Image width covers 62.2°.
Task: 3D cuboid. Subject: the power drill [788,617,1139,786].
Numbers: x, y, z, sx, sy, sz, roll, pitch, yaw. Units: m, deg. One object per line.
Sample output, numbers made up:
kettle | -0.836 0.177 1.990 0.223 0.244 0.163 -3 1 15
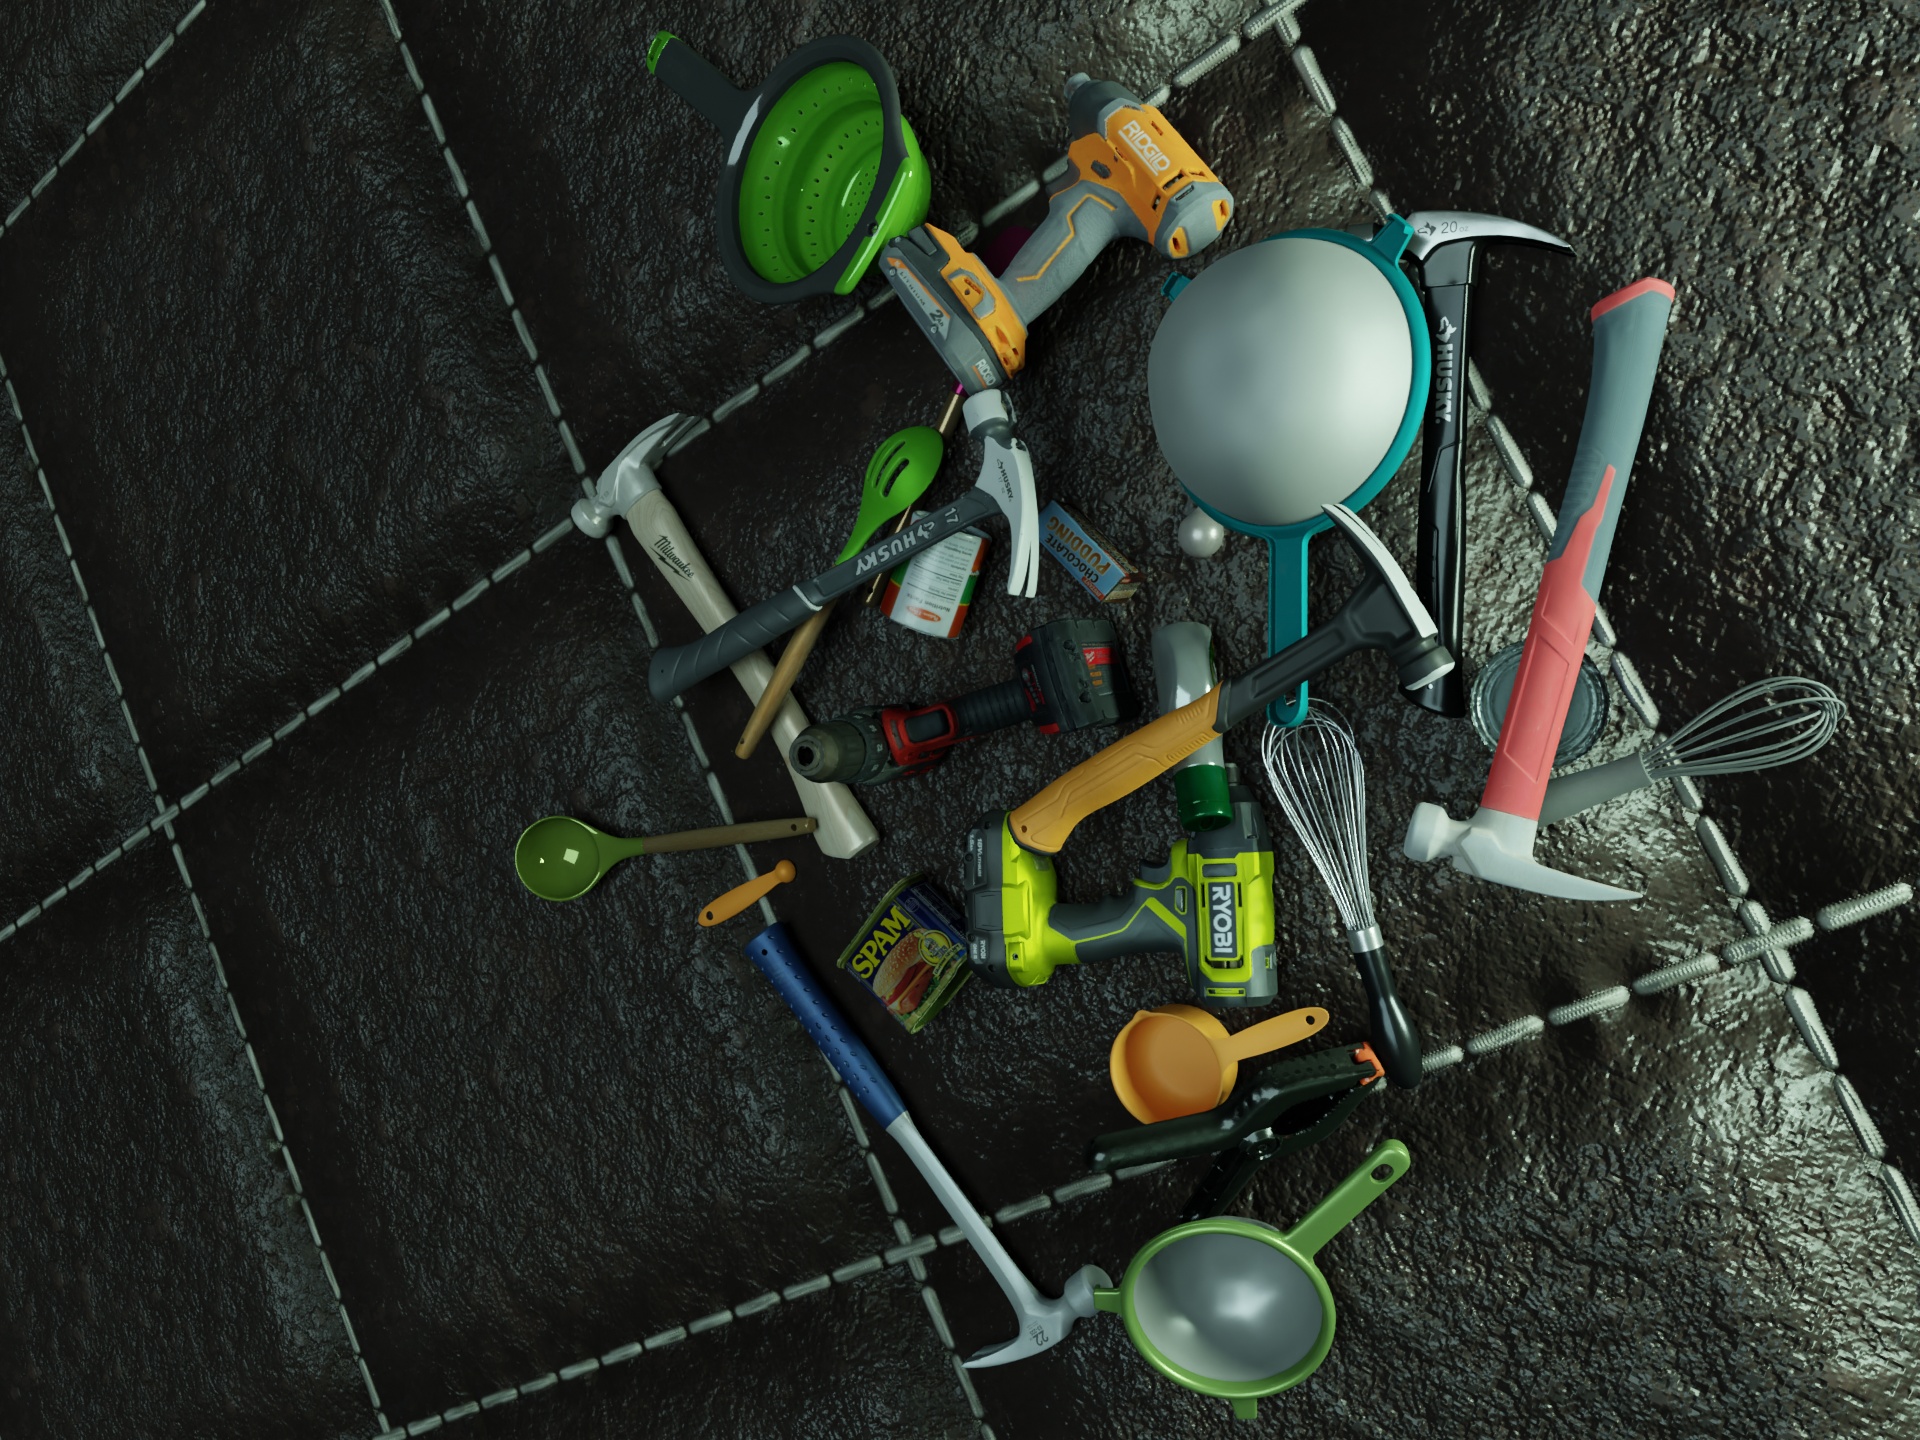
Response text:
power drill | -0.002 -0.004 1.170 0.226 0.188 0.080 -19 85 24

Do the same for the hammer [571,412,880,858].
hammer | -0.181 -0.066 1.345 0.146 0.038 0.411 -40 76 24

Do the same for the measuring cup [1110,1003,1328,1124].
measuring cup | 0.194 0.236 1.155 0.173 0.052 0.095 -27 81 26

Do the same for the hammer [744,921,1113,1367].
hammer | -0.050 0.340 1.304 0.144 0.035 0.406 -46 73 23

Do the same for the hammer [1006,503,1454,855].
hammer | 0.155 -0.006 1.063 0.337 0.034 0.127 -35 78 32

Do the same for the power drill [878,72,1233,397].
power drill | 0.058 -0.357 1.140 0.226 0.084 0.164 -35 69 5

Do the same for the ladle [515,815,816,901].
ladle | -0.259 0.108 1.374 0.320 0.062 0.078 -9 92 33

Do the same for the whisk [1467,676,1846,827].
whisk | 0.434 0.030 1.012 0.239 0.055 0.055 -26 82 31

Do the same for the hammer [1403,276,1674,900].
hammer | 0.397 -0.082 0.993 0.143 0.038 0.386 15 91 20

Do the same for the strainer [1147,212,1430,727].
strainer | 0.197 -0.166 1.059 0.211 0.095 0.340 -2 87 43

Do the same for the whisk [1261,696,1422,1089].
whisk | 0.271 0.120 1.103 0.070 0.070 0.284 -17 90 29

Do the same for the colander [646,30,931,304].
colander | -0.134 -0.457 1.272 0.398 0.094 0.204 48 115 37

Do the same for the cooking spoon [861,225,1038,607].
cooking spoon | -0.011 -0.232 1.249 0.069 0.017 0.319 32 108 24

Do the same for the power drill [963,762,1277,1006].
power drill | 0.119 0.122 1.174 0.223 0.080 0.171 -4 84 25

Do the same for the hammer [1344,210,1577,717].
hammer | 0.328 -0.169 1.060 0.146 0.035 0.335 3 95 29

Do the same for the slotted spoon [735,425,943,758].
slotted spoon | -0.106 -0.099 1.274 0.070 0.031 0.313 46 112 42

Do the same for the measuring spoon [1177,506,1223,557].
measuring spoon | 0.182 -0.179 1.148 0.034 0.018 0.124 17 101 27

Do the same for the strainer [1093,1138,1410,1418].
strainer | 0.224 0.370 1.130 0.151 0.069 0.256 38 111 -3

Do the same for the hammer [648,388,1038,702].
hammer | -0.103 -0.098 1.234 0.409 0.036 0.149 -25 73 35

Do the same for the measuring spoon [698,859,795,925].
measuring spoon | -0.188 0.152 1.378 0.117 0.011 0.021 -31 79 27
